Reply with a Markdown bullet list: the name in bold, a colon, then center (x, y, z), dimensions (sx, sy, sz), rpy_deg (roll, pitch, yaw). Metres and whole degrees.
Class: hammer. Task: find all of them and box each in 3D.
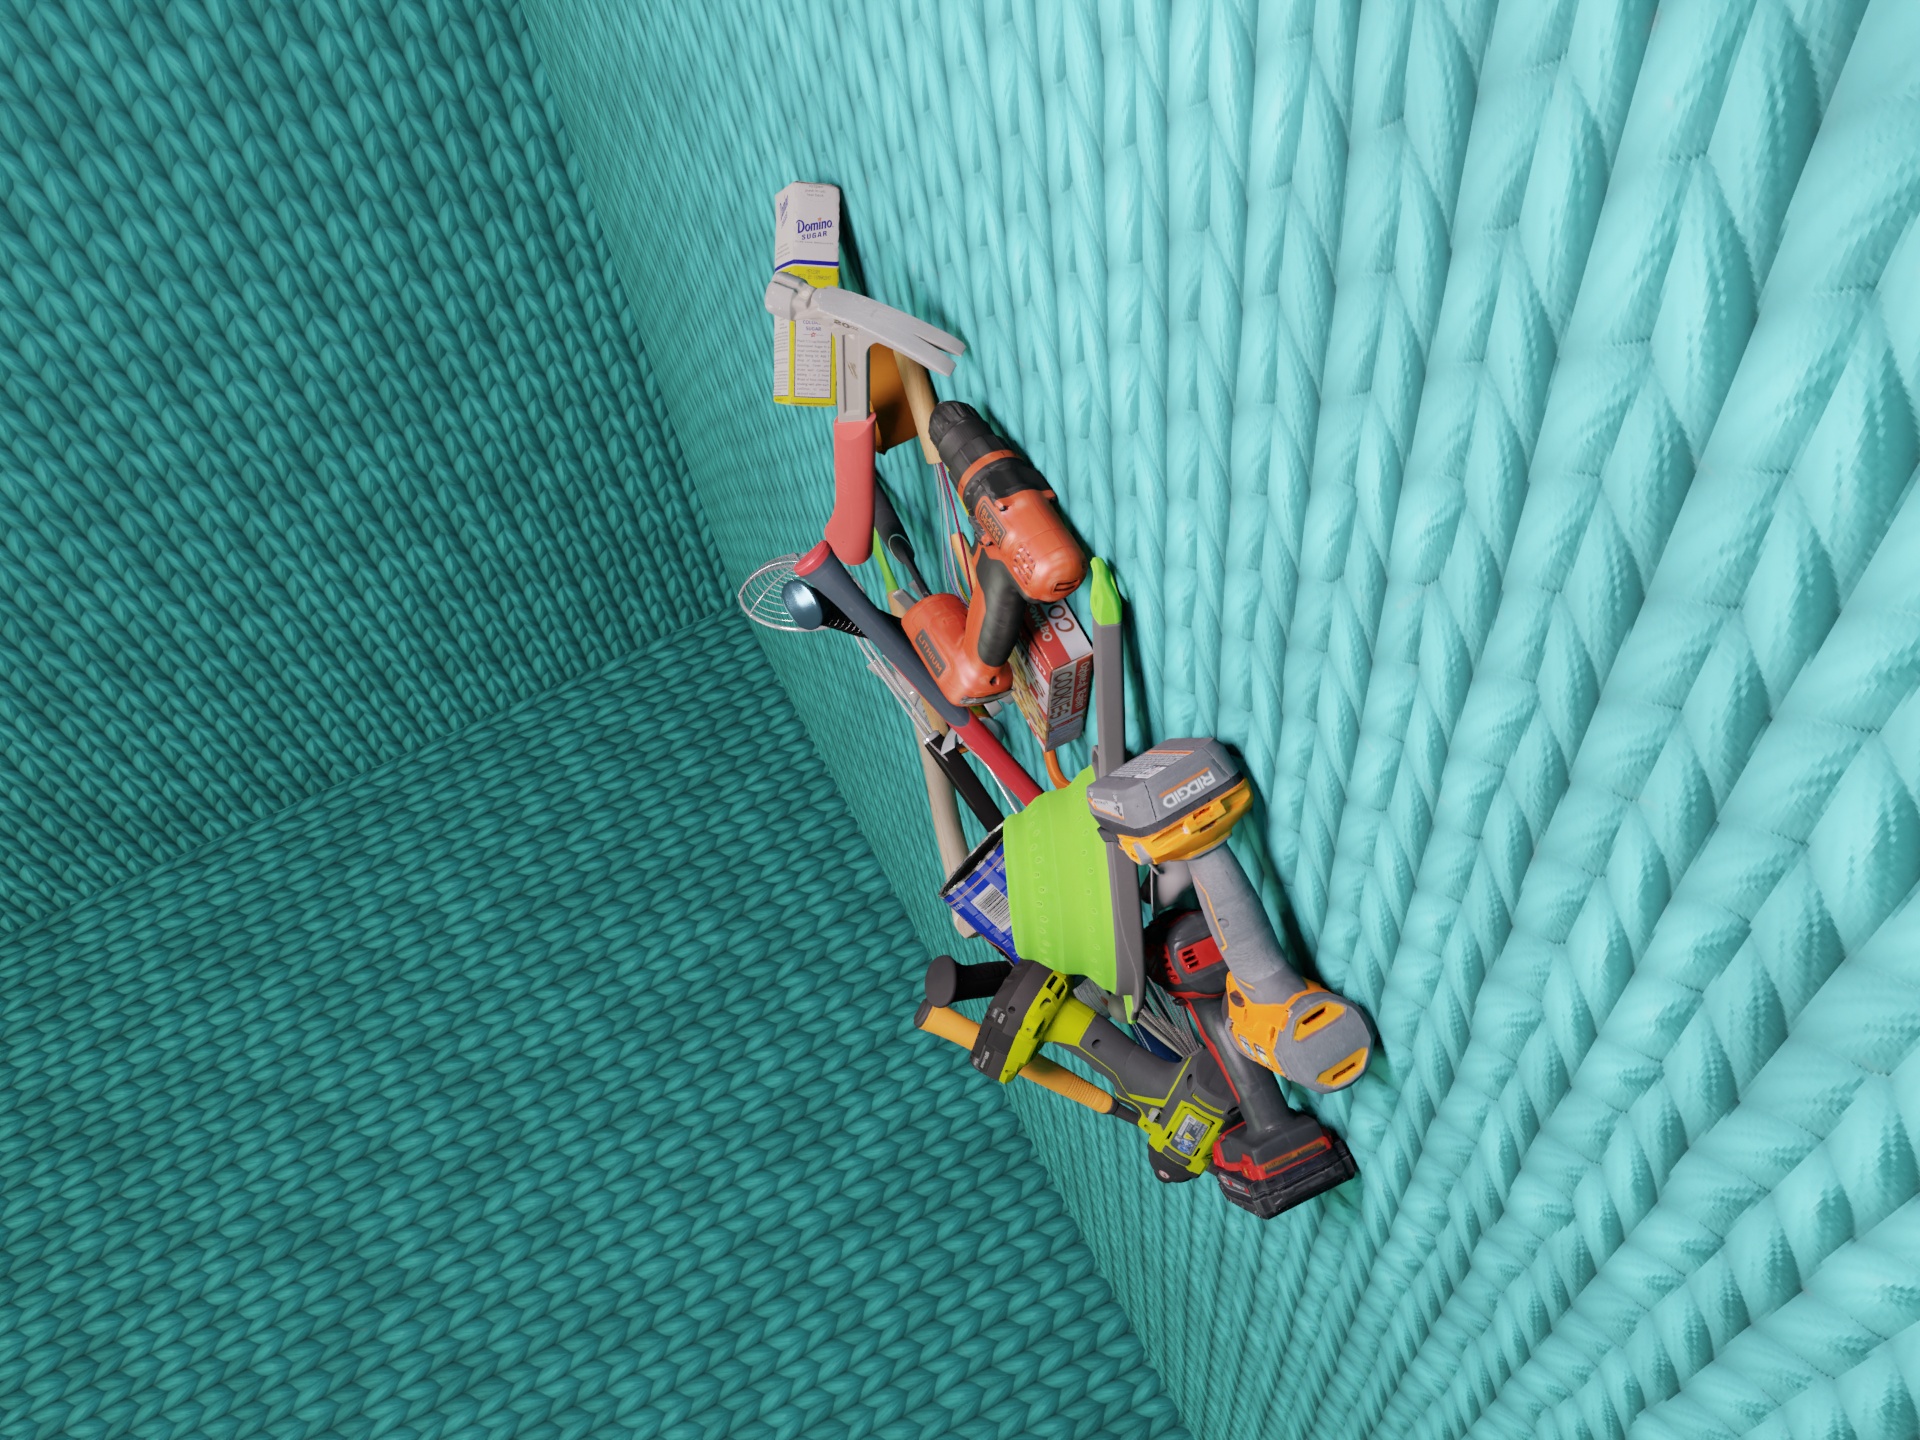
- **hammer**: center (-0.070, -0.087, 1.477), dimensions (0.128, 0.033, 0.331), rpy_deg (64, -161, 15)
- **hammer**: center (-0.046, -0.150, 1.505), dimensions (0.149, 0.036, 0.409), rpy_deg (49, -172, -38)
- **hammer**: center (-0.024, 0.075, 1.646), dimensions (0.146, 0.038, 0.411), rpy_deg (47, -165, -29)
- **hammer**: center (0.102, 0.170, 1.540), dimensions (0.406, 0.035, 0.144), rpy_deg (59, -166, 10)
- **hammer**: center (0.110, 0.345, 1.484), dimensions (0.337, 0.034, 0.127), rpy_deg (28, 172, -7)
- **hammer**: center (0.055, 0.250, 1.520), dimensions (0.334, 0.035, 0.146), rpy_deg (11, -113, -63)
- **hammer**: center (-0.077, -0.221, 1.291), dimensions (0.149, 0.037, 0.358), rpy_deg (24, 158, 7)
- **hammer**: center (-0.002, -0.004, 1.369), dimensions (0.386, 0.038, 0.143), rpy_deg (47, -179, -27)

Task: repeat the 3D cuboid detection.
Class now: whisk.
- **whisk**: center (0.202, 0.296, 1.399), dimensions (0.239, 0.055, 0.055), rpy_deg (58, 169, 16)
- **whisk**: center (-0.014, -0.195, 1.315), dimensions (0.047, 0.051, 0.244), rpy_deg (-124, 15, -66)

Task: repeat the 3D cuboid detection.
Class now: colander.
- **colander**: center (0.076, 0.058, 1.164), dimensions (0.205, 0.094, 0.396), rpy_deg (-94, -2, -53)

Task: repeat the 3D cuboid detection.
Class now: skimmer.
- **skimmer**: center (-0.081, -0.022, 1.605), dimensions (0.363, 0.127, 0.090), rpy_deg (54, 137, -1)

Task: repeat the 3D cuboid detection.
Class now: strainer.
- **strainer**: center (0.155, 0.117, 1.216), dimensions (0.258, 0.050, 0.087), rpy_deg (79, -164, -77)

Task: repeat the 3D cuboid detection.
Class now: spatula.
- **spatula**: center (0.067, -0.025, 1.376), dimensions (0.081, 0.041, 0.323), rpy_deg (93, 154, -74)

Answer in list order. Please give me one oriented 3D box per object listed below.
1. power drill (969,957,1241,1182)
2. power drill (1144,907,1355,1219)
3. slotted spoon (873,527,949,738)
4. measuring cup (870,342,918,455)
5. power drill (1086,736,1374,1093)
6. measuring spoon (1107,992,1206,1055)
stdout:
- **power drill**: center (0.126, 0.305, 1.366), dimensions (0.223, 0.080, 0.171), rpy_deg (30, 137, 13)
- **power drill**: center (0.199, 0.251, 1.219), dimensions (0.188, 0.080, 0.227), rpy_deg (127, 120, -79)
- **slotted spoon**: center (-0.062, -0.111, 1.662), dimensions (0.070, 0.031, 0.314), rpy_deg (115, 138, -70)
- **measuring cup**: center (-0.066, -0.268, 1.377), dimensions (0.095, 0.052, 0.173), rpy_deg (64, 172, 5)
- **power drill**: center (0.171, 0.126, 1.040), dimensions (0.226, 0.084, 0.164), rpy_deg (61, 171, -4)
- **measuring spoon**: center (0.180, 0.282, 1.448), dimensions (0.124, 0.018, 0.034), rpy_deg (29, 107, 39)
